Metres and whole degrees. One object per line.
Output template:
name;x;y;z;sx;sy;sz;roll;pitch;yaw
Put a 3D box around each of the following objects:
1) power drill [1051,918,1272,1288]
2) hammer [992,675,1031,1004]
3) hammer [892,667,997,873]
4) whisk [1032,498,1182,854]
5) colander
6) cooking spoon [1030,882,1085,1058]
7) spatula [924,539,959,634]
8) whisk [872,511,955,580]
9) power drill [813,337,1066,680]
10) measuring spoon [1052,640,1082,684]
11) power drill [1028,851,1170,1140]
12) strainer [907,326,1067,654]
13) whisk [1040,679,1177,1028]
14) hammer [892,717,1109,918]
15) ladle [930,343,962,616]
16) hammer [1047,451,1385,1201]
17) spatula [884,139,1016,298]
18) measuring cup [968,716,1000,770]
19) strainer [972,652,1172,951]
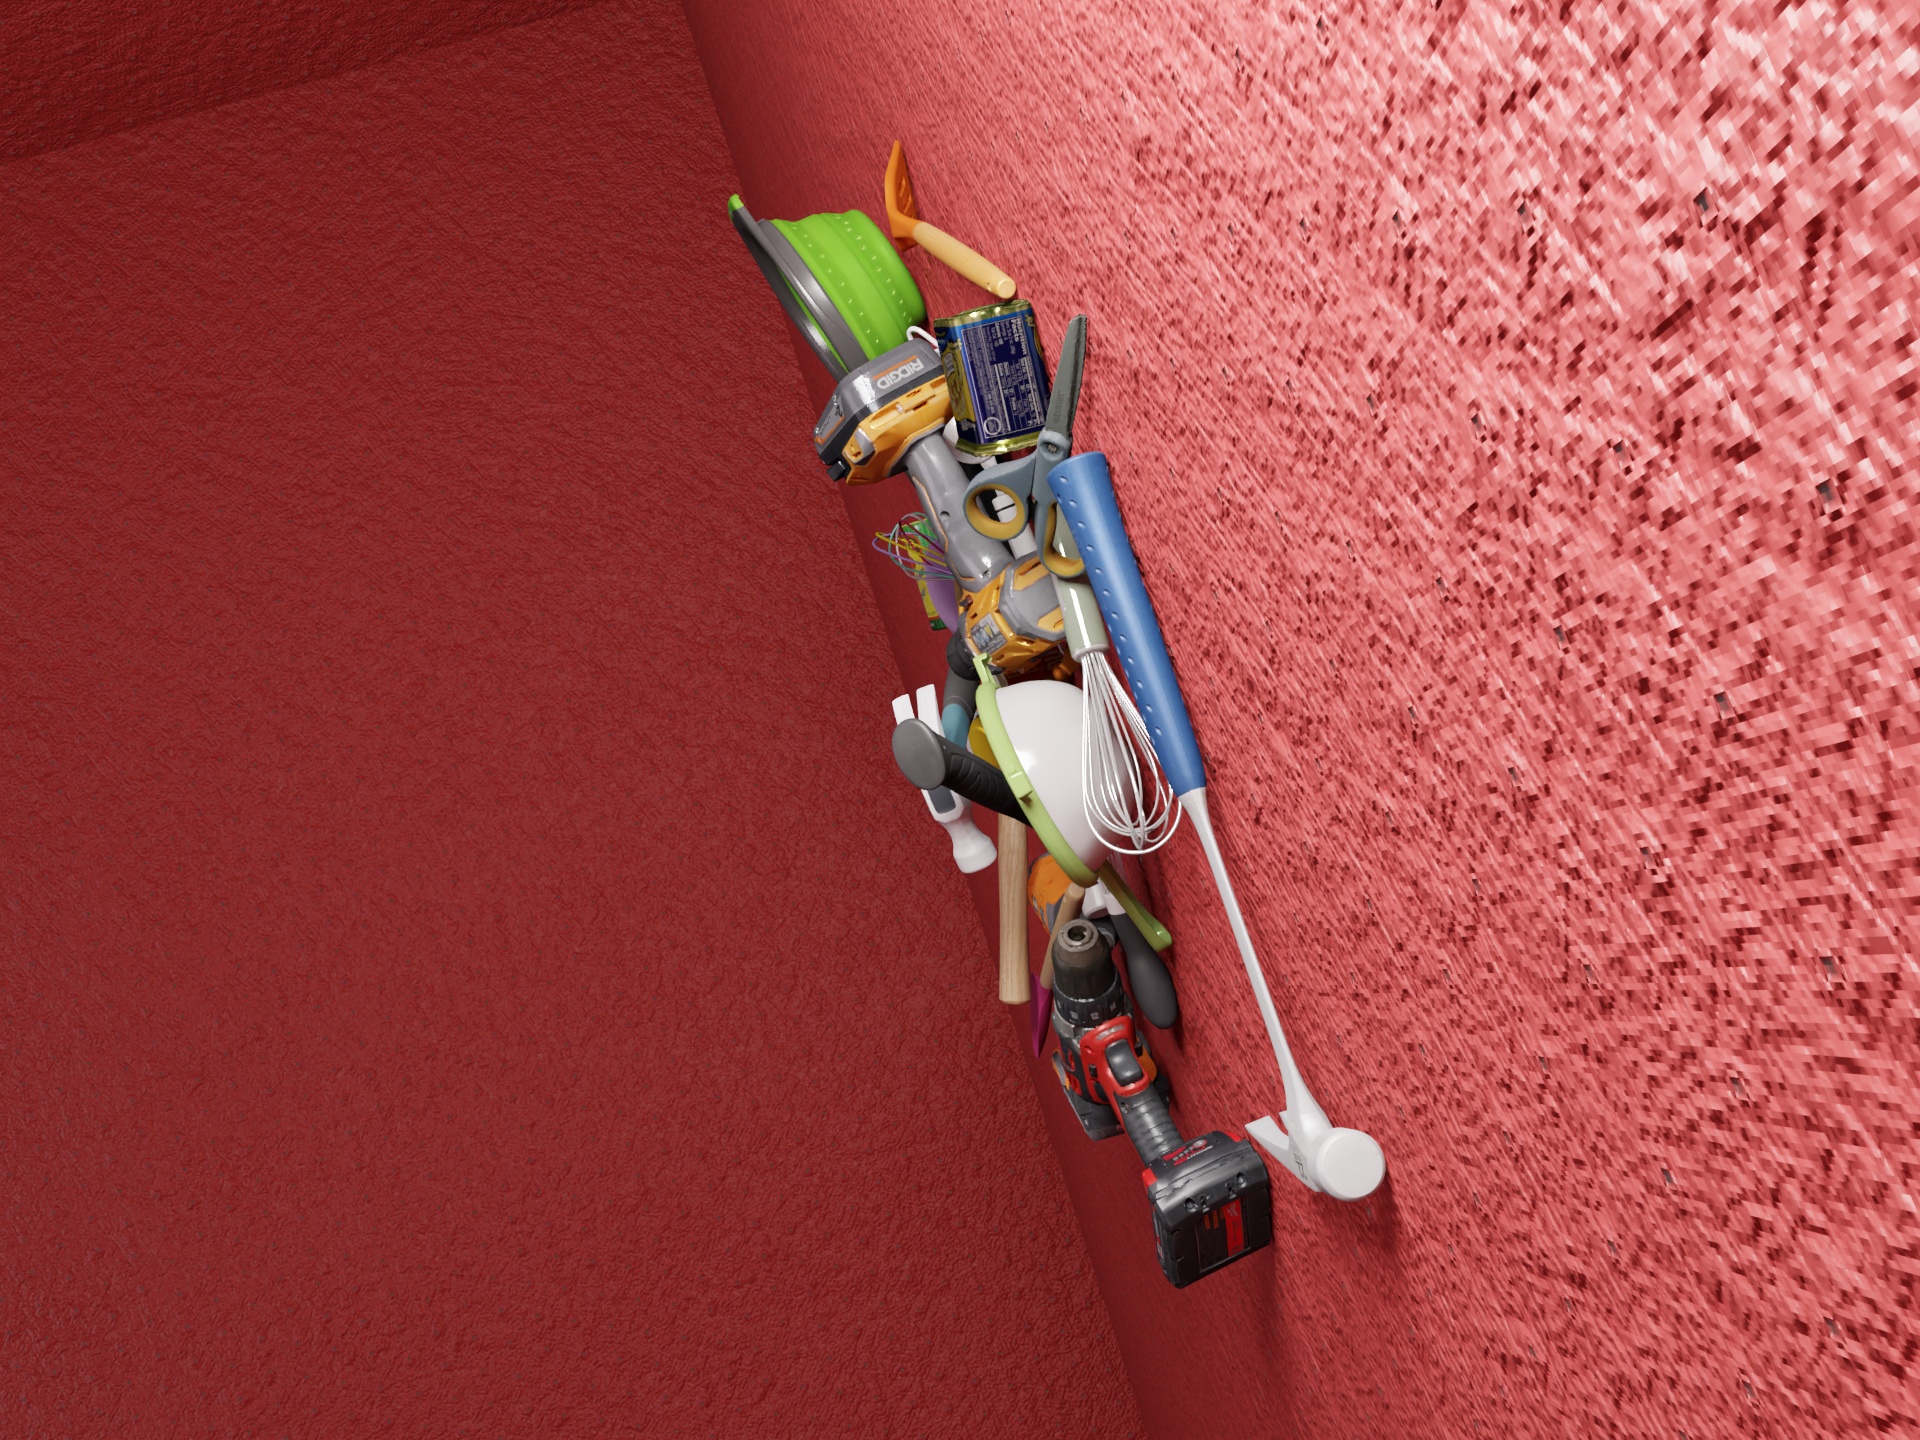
power drill;0.130;0.265;1.138;0.227;0.080;0.187;-123;15;-45
hammer;0.044;0.074;1.362;0.130;0.031;0.331;74;-165;-87
hammer;-0.002;-0.004;1.278;0.331;0.033;0.128;-80;-34;-69
whisk;0.082;-0.034;0.986;0.057;0.059;0.246;63;-168;-70
colander;-0.049;-0.300;1.376;0.397;0.094;0.204;55;178;-13
cooking spoon;0.075;0.202;1.288;0.318;0.017;0.069;96;170;-60
spatula;0.042;-0.020;1.459;0.316;0.060;0.018;67;-158;-4
whisk;0.002;-0.124;1.296;0.047;0.051;0.245;47;171;-37
power drill;-0.011;-0.132;1.119;0.226;0.084;0.185;57;160;1
measuring spoon;0.078;-0.045;1.116;0.021;0.011;0.117;47;167;7
power drill;0.116;0.239;1.369;0.164;0.084;0.226;-130;27;-74
strainer;0.030;-0.164;1.138;0.087;0.050;0.258;-15;100;53
whisk;0.107;0.102;1.168;0.070;0.070;0.284;-129;17;-76
hammer;0.035;0.051;1.163;0.334;0.035;0.146;31;-140;-62
ladle;-0.005;-0.184;1.330;0.069;0.031;0.315;25;144;27
hammer;0.126;0.050;0.856;0.144;0.035;0.406;102;150;-79
spatula;-0.011;-0.338;1.106;0.323;0.041;0.081;-123;17;-58
measuring cup;0.058;0.058;1.436;0.157;0.029;0.062;55;149;18
strainer;0.101;0.064;1.064;0.256;0.069;0.152;53;-167;-33
